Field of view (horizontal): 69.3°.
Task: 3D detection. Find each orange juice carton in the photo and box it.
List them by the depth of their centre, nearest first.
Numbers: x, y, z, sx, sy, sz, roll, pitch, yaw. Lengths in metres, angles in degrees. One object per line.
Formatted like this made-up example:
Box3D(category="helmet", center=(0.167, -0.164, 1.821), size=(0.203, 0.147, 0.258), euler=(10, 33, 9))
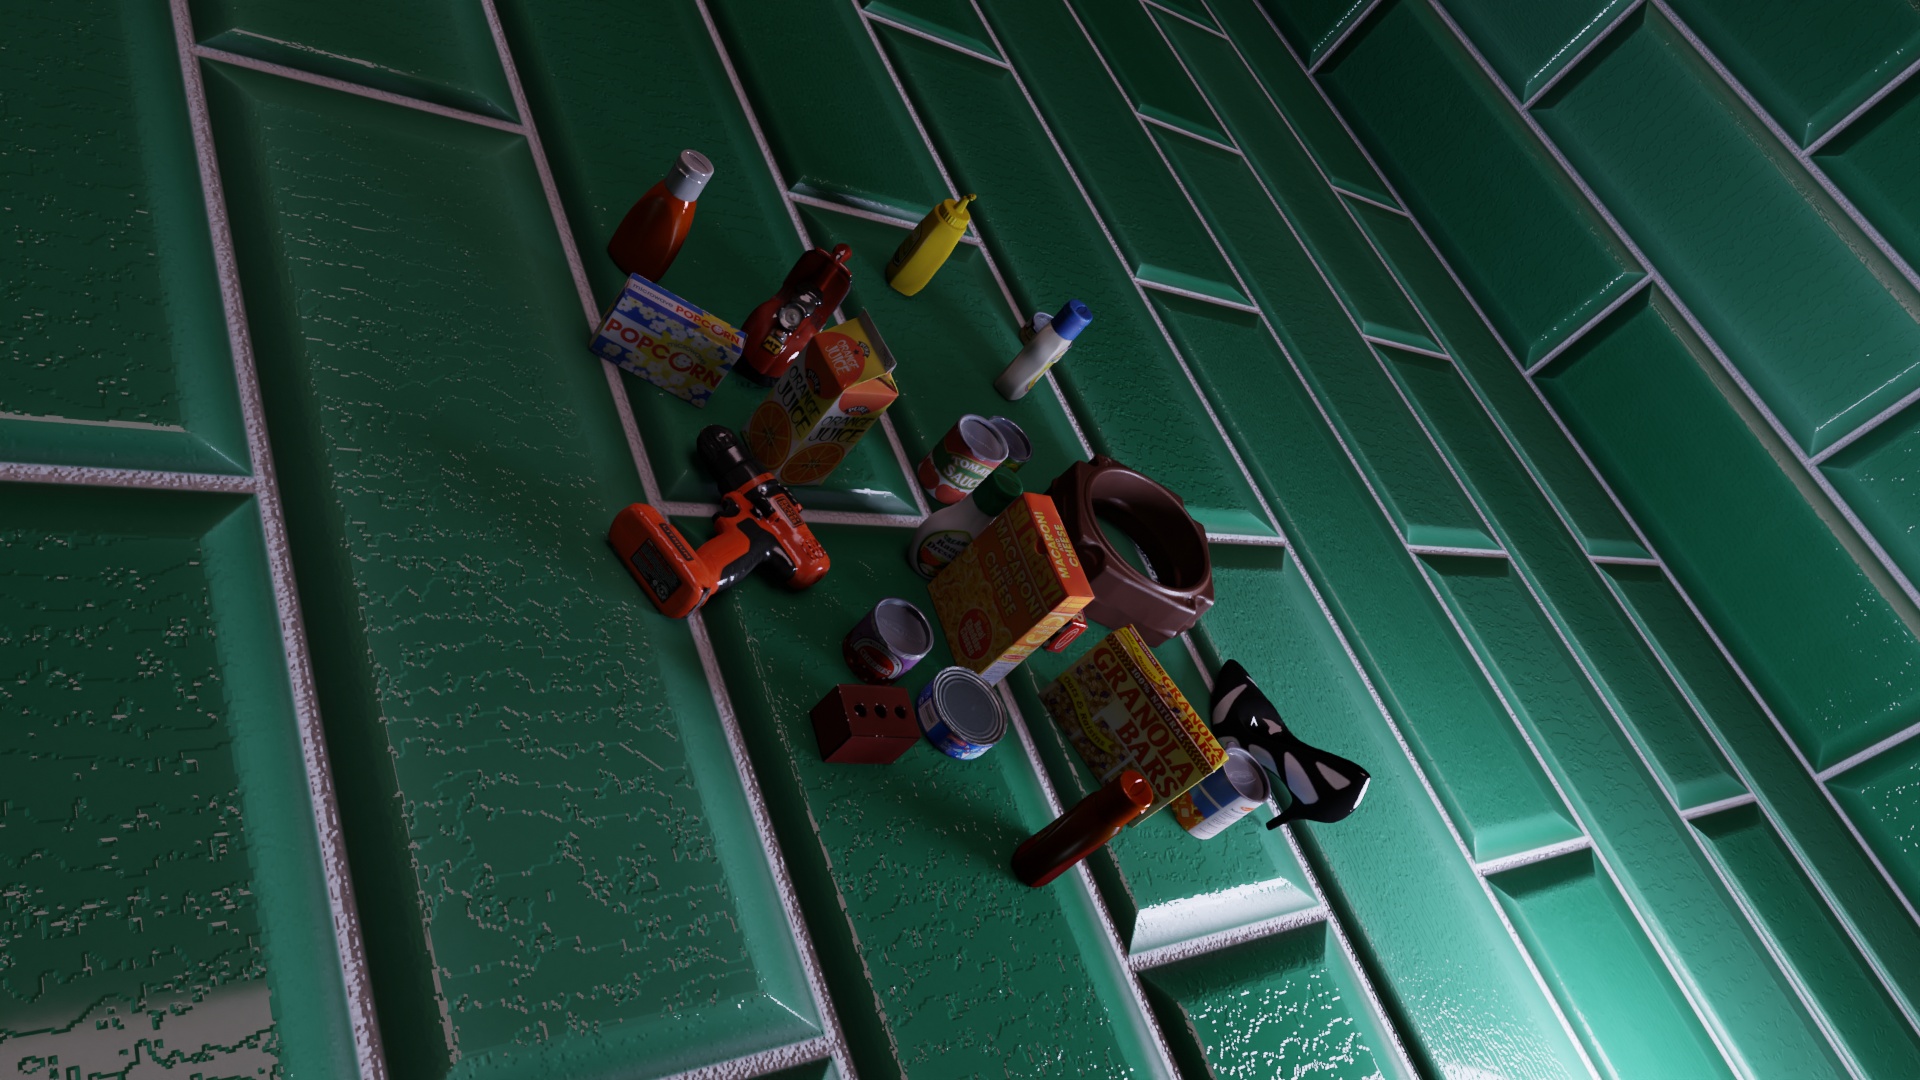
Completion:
Box3D(category="orange juice carton", center=(-0.129, -0.137, 1.356), size=(0.073, 0.191, 0.072), euler=(-2, 56, -45))

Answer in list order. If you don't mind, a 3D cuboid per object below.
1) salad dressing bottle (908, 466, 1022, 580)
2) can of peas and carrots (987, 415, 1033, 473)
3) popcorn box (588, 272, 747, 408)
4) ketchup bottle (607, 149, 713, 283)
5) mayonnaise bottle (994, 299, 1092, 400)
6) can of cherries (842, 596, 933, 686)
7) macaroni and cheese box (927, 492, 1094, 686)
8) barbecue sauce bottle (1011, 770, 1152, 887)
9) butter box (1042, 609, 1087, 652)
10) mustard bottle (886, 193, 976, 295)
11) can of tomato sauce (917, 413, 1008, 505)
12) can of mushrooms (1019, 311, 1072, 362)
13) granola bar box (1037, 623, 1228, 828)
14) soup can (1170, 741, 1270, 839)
Box3D(category="salad dressing bottle", center=(0.005, -0.018, 1.407), size=(0.064, 0.147, 0.044), euler=(30, 38, -19))
Box3D(category="can of peas and carrots", center=(0.040, -0.099, 1.596), size=(0.071, 0.058, 0.071), euler=(26, 40, -24))
Box3D(category="popcorn box", center=(-0.285, -0.194, 1.353), size=(0.126, 0.085, 0.038), euler=(27, 39, -22))
Box3D(category="ketchup bottle", center=(-0.303, -0.332, 1.418), size=(0.065, 0.148, 0.044), euler=(44, 36, -1))
Box3D(category="mayonnaise bottle", center=(0.104, -0.236, 1.718), size=(0.041, 0.147, 0.065), euler=(47, 36, 2))
Box3D(category="can of cherries", center=(-0.069, 0.097, 1.299), size=(0.071, 0.058, 0.072), euler=(26, 40, -24))
Box3D(category="macaroni and cheese box", center=(0.045, 0.051, 1.363), size=(0.040, 0.165, 0.124), euler=(7, 50, -41))
Box3D(category="barbecue sauce bottle", center=(0.111, 0.256, 1.240), size=(0.044, 0.148, 0.065), euler=(53, 36, 10))
Box3D(category="butter box", center=(0.101, 0.064, 1.500), size=(0.024, 0.053, 0.104), euler=(15, 45, -35))
Box3D(category="mustard bottle", center=(-0.032, -0.373, 1.711), size=(0.049, 0.159, 0.066), euler=(26, 40, -24))
Box3D(category="can of tomato sauce", center=(0.002, -0.087, 1.527), size=(0.071, 0.082, 0.071), euler=(26, 40, -24))
Box3D(category="can of mushrooms", center=(0.113, -0.271, 1.858), size=(0.071, 0.033, 0.071), euler=(26, 40, -24))
Box3D(category="granola bar box", center=(0.171, 0.185, 1.389), size=(0.039, 0.123, 0.166), euler=(-18, 68, -51))
Box3D(category="soup can", center=(0.268, 0.260, 1.443), size=(0.071, 0.083, 0.072), euler=(26, 40, -24))
